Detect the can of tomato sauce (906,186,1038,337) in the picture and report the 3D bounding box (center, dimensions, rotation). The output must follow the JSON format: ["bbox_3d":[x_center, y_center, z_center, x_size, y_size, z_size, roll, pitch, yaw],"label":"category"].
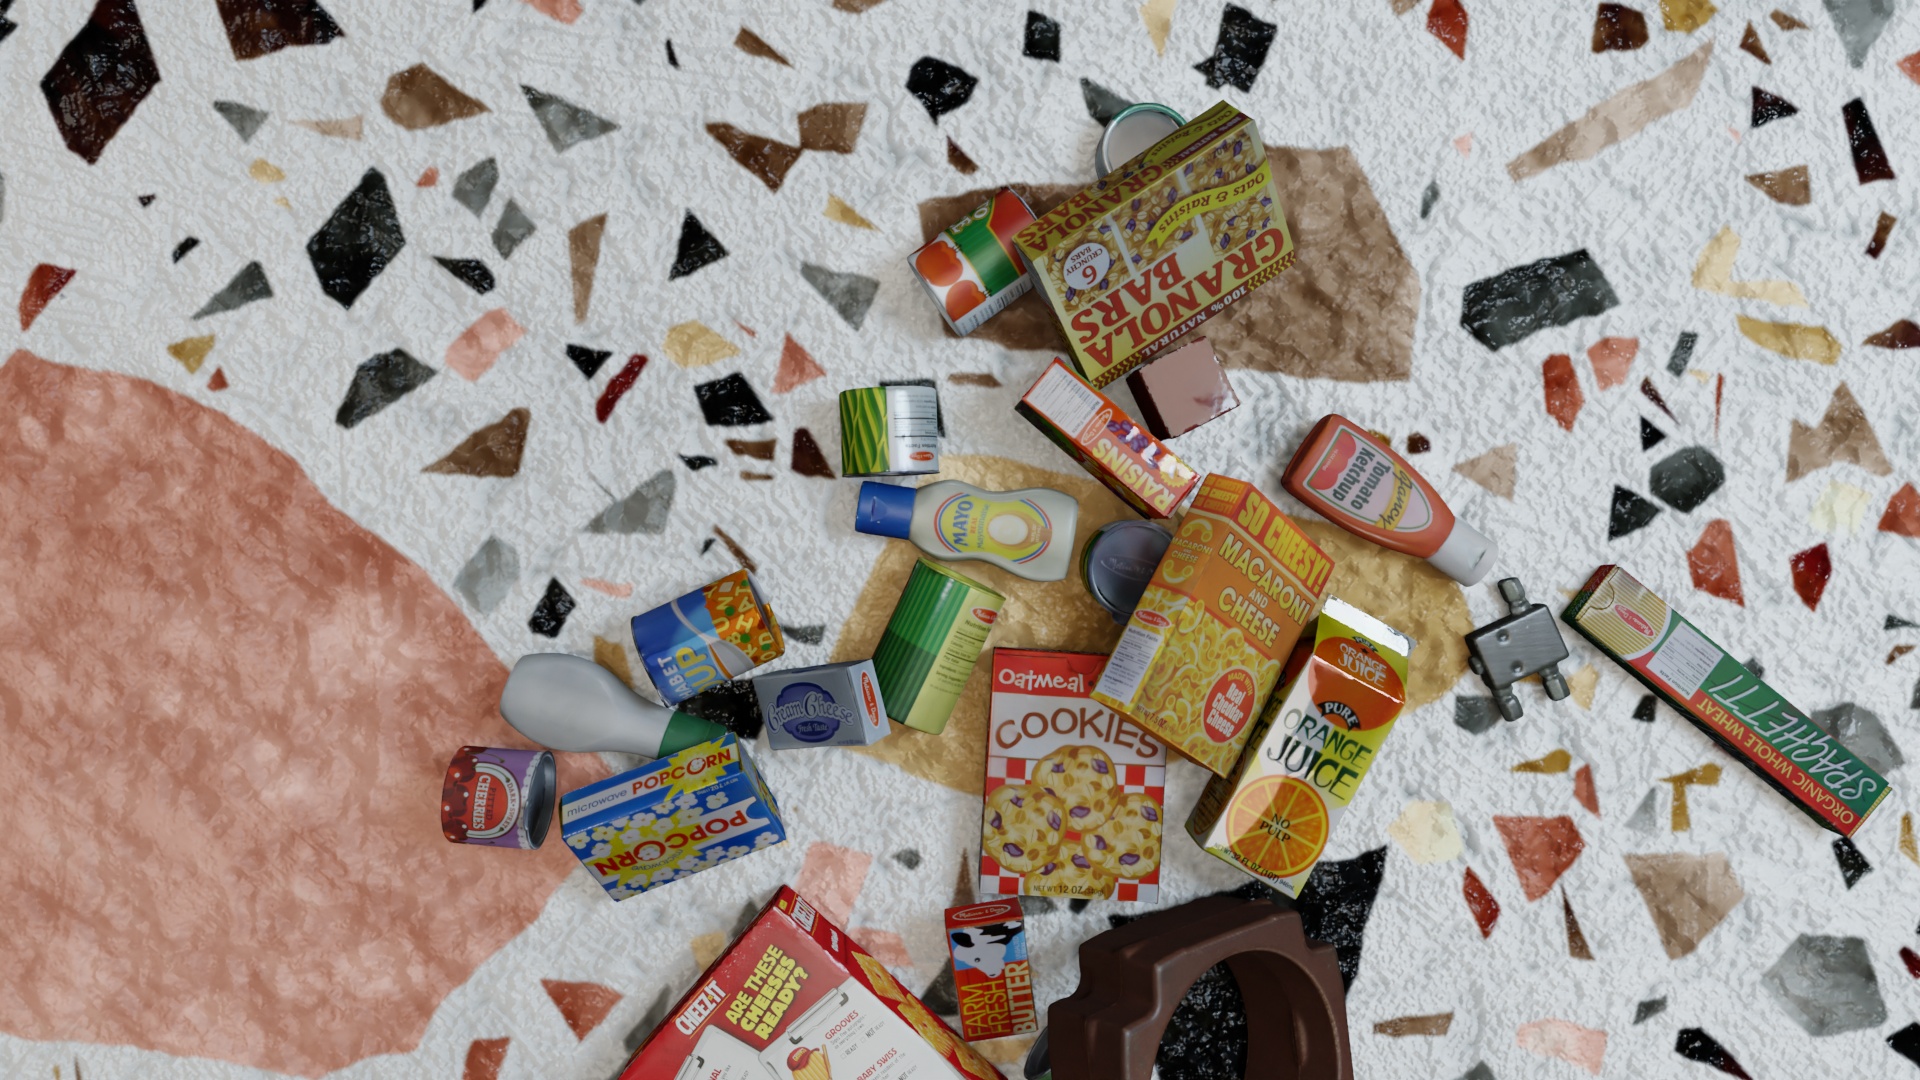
[{"bbox_3d":[0.014,-0.188,0.935,0.083,0.071,0.071,-35,92,1],"label":"can of tomato sauce"}]

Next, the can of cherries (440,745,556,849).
[{"bbox_3d":[-0.310,0.172,0.933,0.058,0.071,0.071,5,92,-1],"label":"can of cherries"}]

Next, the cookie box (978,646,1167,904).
[{"bbox_3d":[0.078,0.160,0.956,0.123,0.040,0.167,4,91,-1],"label":"cookie box"}]

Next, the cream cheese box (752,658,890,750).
[{"bbox_3d":[-0.094,0.111,0.928,0.103,0.024,0.053,-11,94,44],"label":"cream cheese box"}]

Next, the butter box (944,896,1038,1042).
[{"bbox_3d":[0.021,0.294,0.948,0.053,0.024,0.103,-8,115,-1],"label":"butter box"}]

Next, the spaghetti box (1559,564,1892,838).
[{"bbox_3d":[0.533,0.112,0.970,0.250,0.028,0.050,38,90,-2],"label":"spaghetti box"}]

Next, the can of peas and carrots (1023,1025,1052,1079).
[{"bbox_3d":[0.087,0.357,0.946,0.059,0.071,0.071,42,91,-3],"label":"can of peas and carrots"}]

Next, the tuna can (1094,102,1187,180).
[{"bbox_3d":[0.129,-0.264,0.952,0.071,0.033,0.071,0,91,-1],"label":"tuna can"}]

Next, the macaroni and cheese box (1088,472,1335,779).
[{"bbox_3d":[0.168,0.057,0.913,0.123,0.040,0.166,36,79,-40],"label":"macaroni and cheese box"}]

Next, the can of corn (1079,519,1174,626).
[{"bbox_3d":[0.115,0.021,0.945,0.071,0.058,0.071,0,92,-1],"label":"can of corn"}]

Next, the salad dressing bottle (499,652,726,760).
[{"bbox_3d":[-0.236,0.122,0.948,0.148,0.044,0.064,19,89,-3],"label":"salad dressing bottle"}]

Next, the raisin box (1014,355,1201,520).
[{"bbox_3d":[0.096,-0.066,0.929,0.123,0.086,0.040,39,89,-2],"label":"raisin box"}]

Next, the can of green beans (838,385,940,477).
[{"bbox_3d":[-0.048,-0.072,0.936,0.071,0.071,0.058,-3,91,-1],"label":"can of green beans"}]

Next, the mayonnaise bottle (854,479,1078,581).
[{"bbox_3d":[0.003,-0.012,0.950,0.148,0.041,0.064,9,92,-2],"label":"mayonnaise bottle"}]

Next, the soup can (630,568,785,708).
[{"bbox_3d":[-0.168,0.067,0.935,0.084,0.071,0.071,-24,92,-1],"label":"soup can"}]

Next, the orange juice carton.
[{"bbox_3d":[0.234,0.136,0.942,0.072,0.073,0.192,29,90,-2],"label":"orange juice carton"}]

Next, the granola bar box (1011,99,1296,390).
[{"bbox_3d":[0.130,-0.192,0.916,0.165,0.039,0.123,-33,134,0],"label":"granola bar box"}]

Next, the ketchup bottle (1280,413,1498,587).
[{"bbox_3d":[0.298,-0.023,0.955,0.149,0.043,0.064,33,90,-2],"label":"ketchup bottle"}]

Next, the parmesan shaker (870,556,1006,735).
[{"bbox_3d":[-0.022,0.070,0.937,0.071,0.071,0.103,26,91,-2],"label":"parmesan shaker"}]

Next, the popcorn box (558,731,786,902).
[{"bbox_3d":[-0.192,0.187,0.930,0.127,0.038,0.084,-20,133,-1],"label":"popcorn box"}]
